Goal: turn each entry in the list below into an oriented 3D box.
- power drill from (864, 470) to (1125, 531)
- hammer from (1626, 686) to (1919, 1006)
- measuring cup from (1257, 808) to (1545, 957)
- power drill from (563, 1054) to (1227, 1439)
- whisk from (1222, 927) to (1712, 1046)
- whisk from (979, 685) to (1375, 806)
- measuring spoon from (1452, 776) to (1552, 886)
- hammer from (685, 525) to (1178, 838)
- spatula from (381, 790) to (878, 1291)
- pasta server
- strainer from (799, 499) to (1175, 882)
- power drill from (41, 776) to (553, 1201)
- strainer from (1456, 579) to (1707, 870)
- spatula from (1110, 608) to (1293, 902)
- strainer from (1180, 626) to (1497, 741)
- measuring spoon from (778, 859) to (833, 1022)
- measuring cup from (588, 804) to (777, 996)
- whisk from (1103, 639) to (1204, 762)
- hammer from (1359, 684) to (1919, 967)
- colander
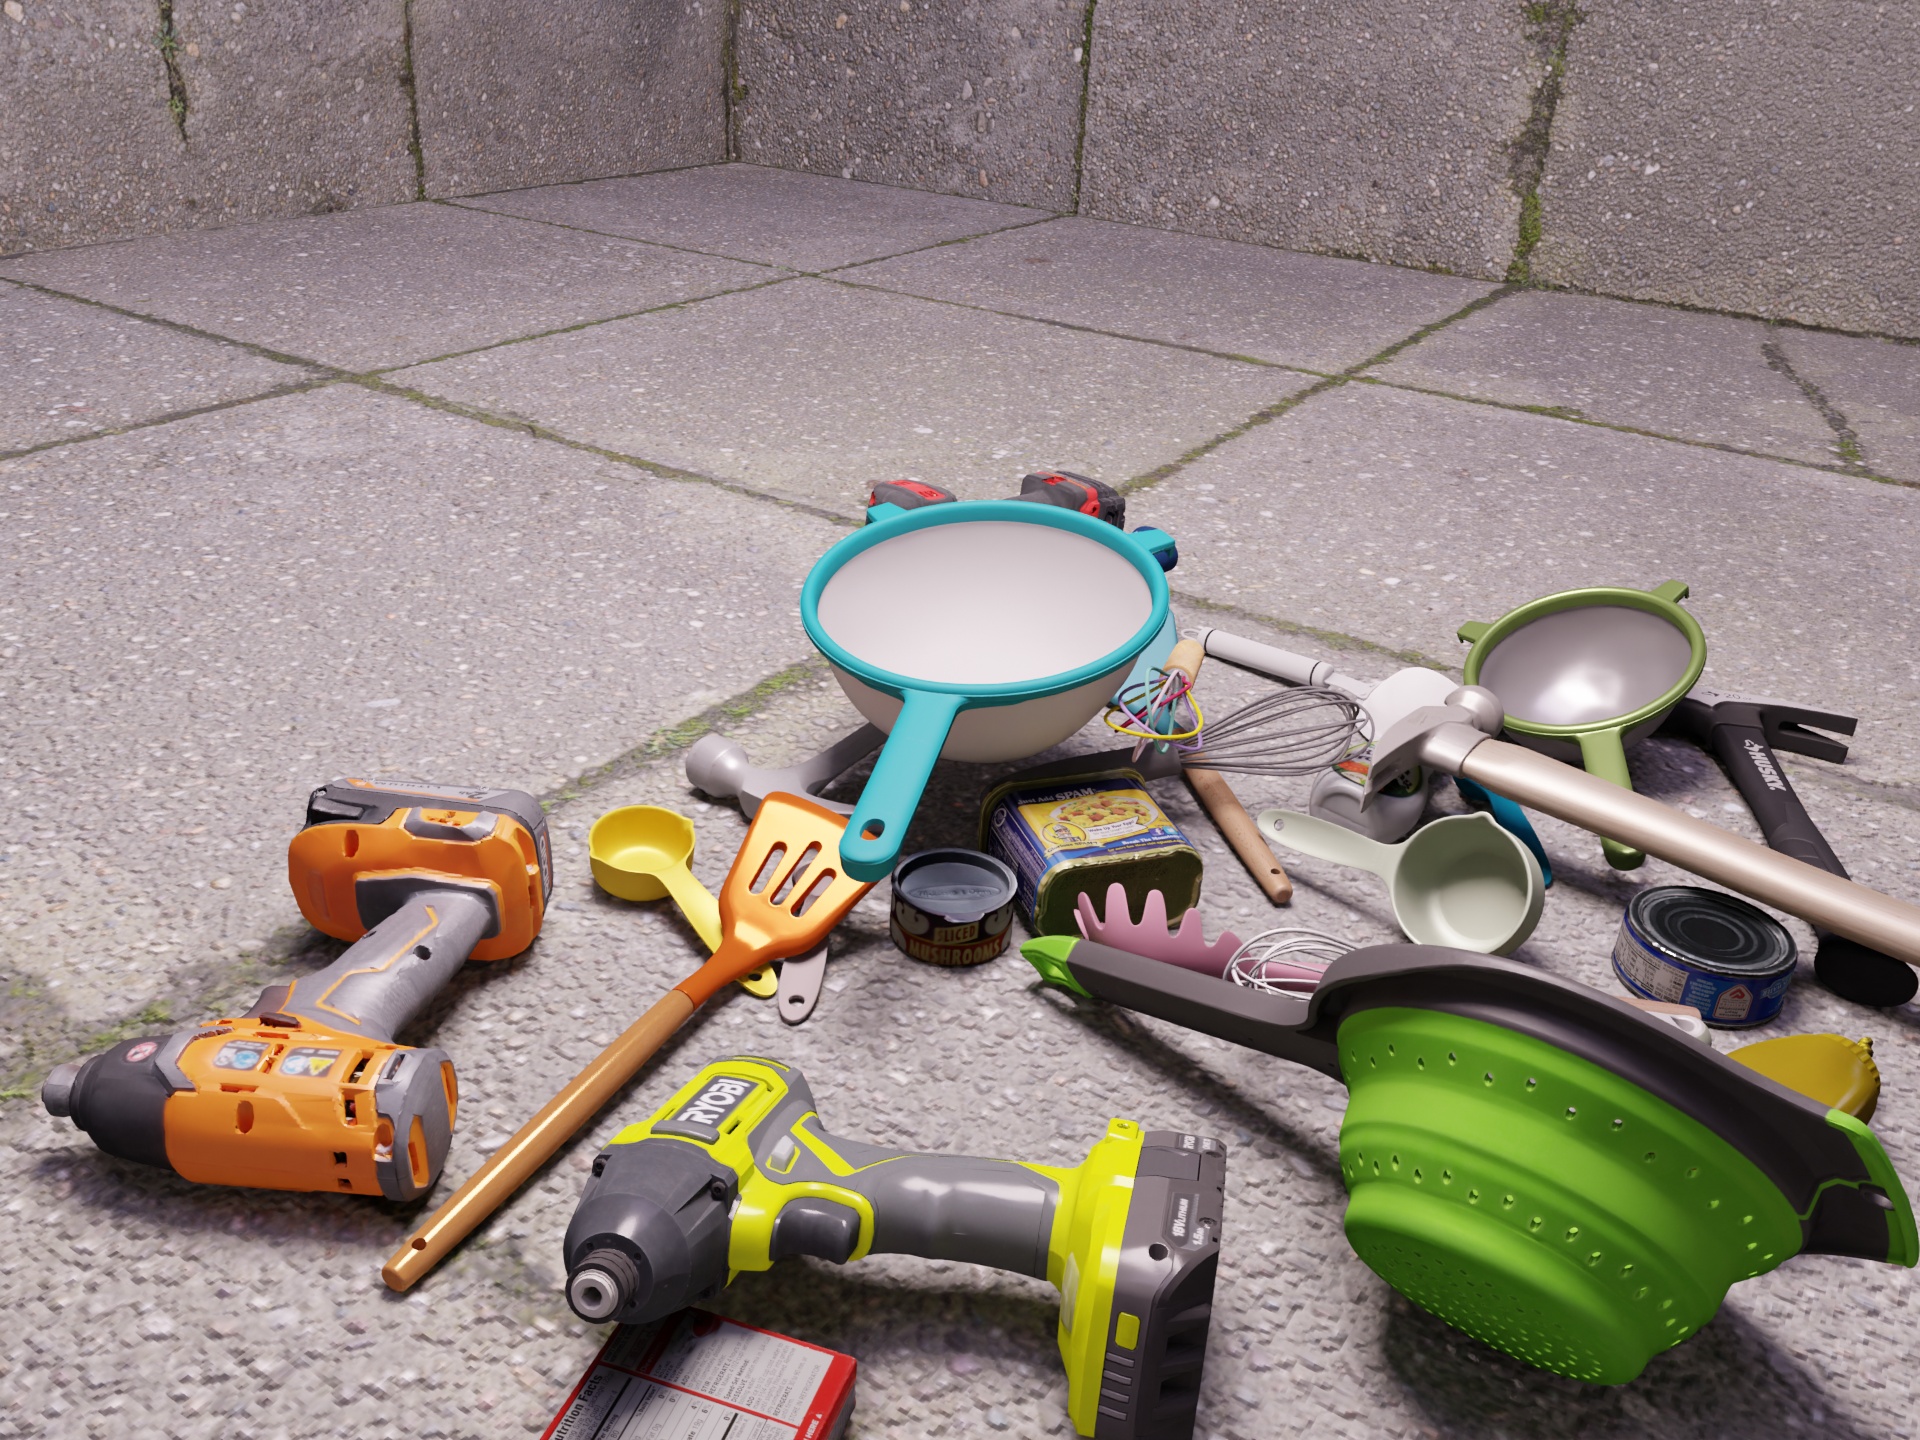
[{"bbox_3d":[0.016,-0.105,1.139,0.079,0.143,0.219,25,27,38],"label":"power drill"},{"bbox_3d":[0.508,0.065,0.966,0.146,0.035,0.335,7,27,8],"label":"hammer"},{"bbox_3d":[0.240,0.080,0.873,0.168,0.083,0.038,19,-1,43],"label":"measuring cup"},{"bbox_3d":[-0.021,0.188,0.577,0.223,0.080,0.171,8,7,10],"label":"power drill"},{"bbox_3d":[0.245,0.138,0.763,0.246,0.059,0.058,9,22,-7],"label":"whisk"},{"bbox_3d":[0.128,0.024,0.948,0.239,0.055,0.055,-13,27,4],"label":"whisk"},{"bbox_3d":[0.333,0.064,0.973,0.042,0.021,0.129,2,36,-5],"label":"measuring spoon"},{"bbox_3d":[0.018,-0.035,1.042,0.144,0.035,0.405,24,42,33],"label":"hammer"},{"bbox_3d":[-0.141,0.136,0.726,0.081,0.041,0.323,27,37,15],"label":"spatula"},{"bbox_3d":[0.214,0.127,0.804,0.316,0.060,0.040,6,60,0],"label":"pasta server"},{"bbox_3d":[-0.001,-0.003,0.884,0.211,0.095,0.341,7,38,13],"label":"strainer"},{"bbox_3d":[-0.288,0.116,0.720,0.164,0.084,0.227,4,31,2],"label":"power drill"},{"bbox_3d":[0.412,0.015,1.025,0.151,0.069,0.257,-12,38,20],"label":"strainer"},{"bbox_3d":[0.145,0.014,1.012,0.082,0.044,0.318,-7,30,-10],"label":"spatula"},{"bbox_3d":[0.262,-0.030,1.121,0.259,0.050,0.087,21,46,38],"label":"strainer"},{"bbox_3d":[-0.078,0.116,0.822,0.034,0.018,0.124,6,34,1],"label":"measuring spoon"},{"bbox_3d":[-0.143,0.101,0.837,0.062,0.029,0.157,-19,46,-35],"label":"measuring cup"},{"bbox_3d":[0.123,-0.021,0.952,0.047,0.051,0.245,-21,7,17],"label":"whisk"},{"bbox_3d":[0.416,0.083,0.837,0.411,0.038,0.146,25,33,33],"label":"hammer"},{"bbox_3d":[0.155,0.169,0.651,0.397,0.204,0.094,9,58,46],"label":"colander"}]
